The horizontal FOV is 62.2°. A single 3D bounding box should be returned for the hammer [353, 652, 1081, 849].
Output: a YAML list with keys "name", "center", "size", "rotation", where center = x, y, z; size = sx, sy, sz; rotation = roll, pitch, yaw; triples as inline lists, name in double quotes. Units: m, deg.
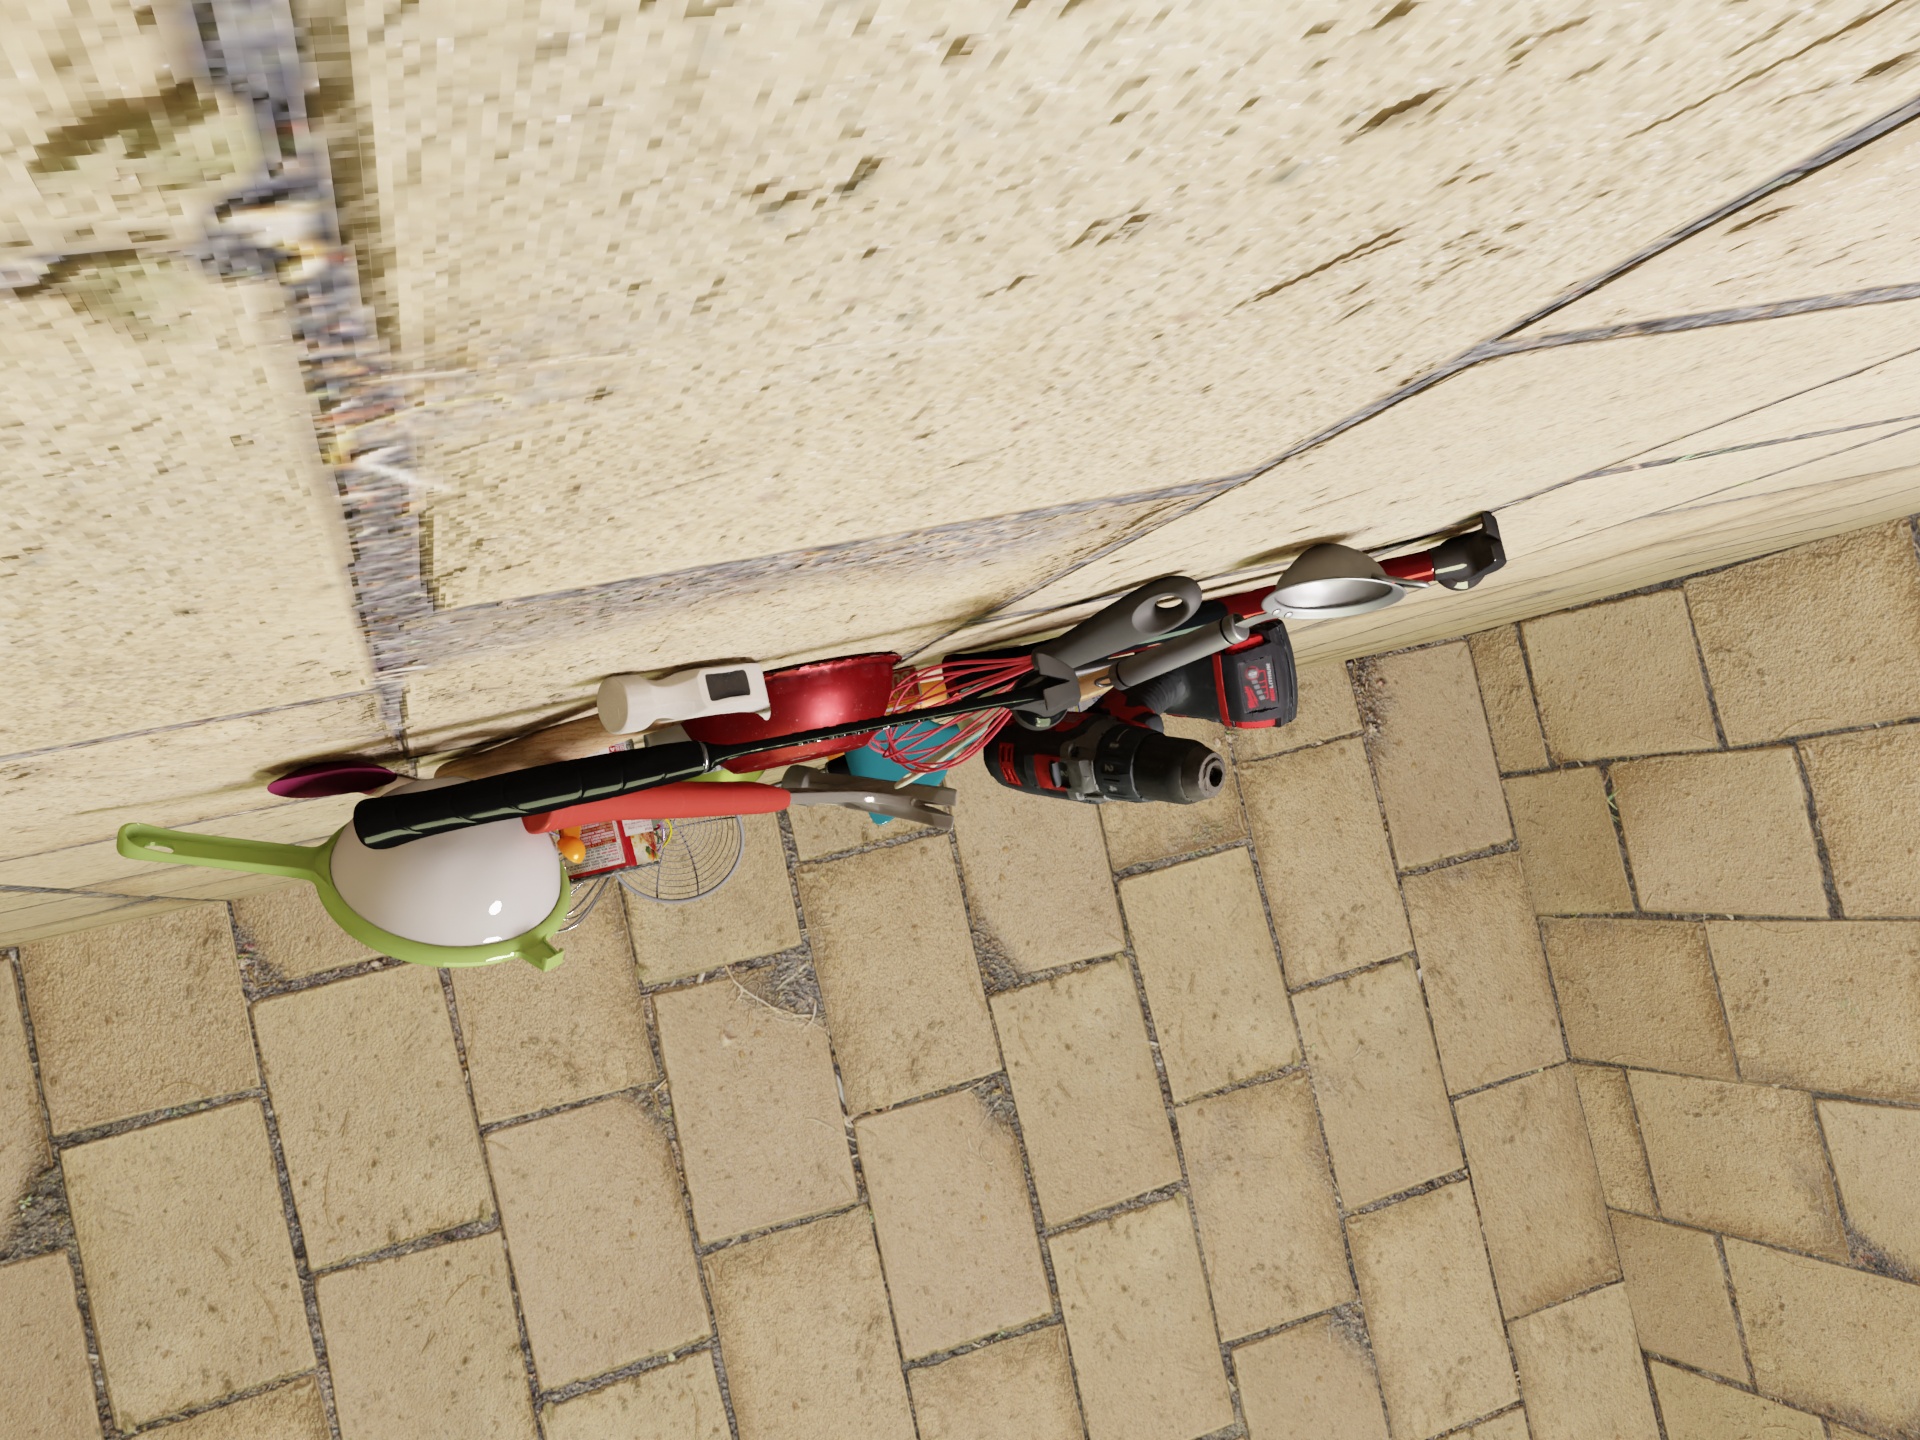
- name: "hammer"
  center: [-0.129, 0.019, 0.891]
  size: [0.409, 0.036, 0.149]
  rotation: [-11, 176, -6]

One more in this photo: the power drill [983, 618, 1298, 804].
- name: "power drill"
  center: [0.151, -0.002, 1.129]
  size: [0.188, 0.080, 0.226]
  rotation: [7, -154, 45]

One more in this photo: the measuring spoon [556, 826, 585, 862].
- name: "measuring spoon"
  center: [-0.248, 0.056, 1.021]
  size: [0.011, 0.021, 0.117]
  rotation: [-44, -152, 11]

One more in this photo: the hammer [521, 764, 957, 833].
- name: "hammer"
  center: [-0.151, 0.054, 1.079]
  size: [0.149, 0.037, 0.359]
  rotation: [8, -178, 30]

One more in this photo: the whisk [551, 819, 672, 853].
- name: "whisk"
  center: [-0.339, 0.080, 1.325]
  size: [0.047, 0.051, 0.244]
  rotation: [-29, 150, 32]

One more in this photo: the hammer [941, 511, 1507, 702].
- name: "hammer"
  center: [0.172, -0.072, 1.089]
  size: [0.386, 0.038, 0.143]
  rotation: [-13, 176, 10]

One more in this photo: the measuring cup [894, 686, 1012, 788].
- name: "measuring cup"
  center: [-0.002, -0.004, 1.180]
  size: [0.083, 0.038, 0.167]
  rotation: [-16, -164, 47]

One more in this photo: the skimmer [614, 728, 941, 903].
- name: "skimmer"
  center: [-0.166, 0.076, 1.384]
  size: [0.363, 0.127, 0.090]
  rotation: [-18, -158, 39]

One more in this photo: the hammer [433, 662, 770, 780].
- name: "hammer"
  center: [-0.234, 0.011, 0.975]
  size: [0.130, 0.031, 0.331]
  rotation: [-10, 176, -44]

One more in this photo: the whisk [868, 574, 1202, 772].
- name: "whisk"
  center: [0.041, -0.030, 1.037]
  size: [0.073, 0.073, 0.296]
  rotation: [-10, 168, -47]

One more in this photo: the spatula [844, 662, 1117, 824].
- name: "spatula"
  center: [0.065, -0.011, 1.262]
  size: [0.317, 0.082, 0.044]
  rotation: [-21, -178, 3]

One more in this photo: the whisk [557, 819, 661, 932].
- name: "whisk"
  center: [-0.273, 0.089, 1.328]
  size: [0.246, 0.058, 0.059]
  rotation: [-45, -174, -32]

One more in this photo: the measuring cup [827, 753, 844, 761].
- name: "measuring cup"
  center: [-0.067, 0.019, 1.397]
  size: [0.095, 0.052, 0.174]
  rotation: [-11, -171, -18]

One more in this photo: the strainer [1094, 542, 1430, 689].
- name: "strainer"
  center: [0.179, -0.063, 1.009]
  size: [0.086, 0.050, 0.258]
  rotation: [10, 156, -42]

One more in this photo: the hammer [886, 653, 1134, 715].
- name: "hammer"
  center: [0.042, -0.030, 1.319]
  size: [0.337, 0.034, 0.127]
  rotation: [-11, -176, -12]

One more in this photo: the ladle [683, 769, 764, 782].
- name: "ladle"
  center: [-0.289, 0.038, 1.325]
  size: [0.320, 0.062, 0.078]
  rotation: [-6, -174, 31]

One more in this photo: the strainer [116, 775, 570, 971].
- name: "strainer"
  center: [-0.354, 0.067, 0.939]
  size: [0.256, 0.069, 0.152]
  rotation: [10, -149, -22]

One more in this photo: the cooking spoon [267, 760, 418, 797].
- name: "cooking spoon"
  center: [-0.384, 0.042, 1.044]
  size: [0.068, 0.017, 0.319]
  rotation: [-11, 177, -8]
